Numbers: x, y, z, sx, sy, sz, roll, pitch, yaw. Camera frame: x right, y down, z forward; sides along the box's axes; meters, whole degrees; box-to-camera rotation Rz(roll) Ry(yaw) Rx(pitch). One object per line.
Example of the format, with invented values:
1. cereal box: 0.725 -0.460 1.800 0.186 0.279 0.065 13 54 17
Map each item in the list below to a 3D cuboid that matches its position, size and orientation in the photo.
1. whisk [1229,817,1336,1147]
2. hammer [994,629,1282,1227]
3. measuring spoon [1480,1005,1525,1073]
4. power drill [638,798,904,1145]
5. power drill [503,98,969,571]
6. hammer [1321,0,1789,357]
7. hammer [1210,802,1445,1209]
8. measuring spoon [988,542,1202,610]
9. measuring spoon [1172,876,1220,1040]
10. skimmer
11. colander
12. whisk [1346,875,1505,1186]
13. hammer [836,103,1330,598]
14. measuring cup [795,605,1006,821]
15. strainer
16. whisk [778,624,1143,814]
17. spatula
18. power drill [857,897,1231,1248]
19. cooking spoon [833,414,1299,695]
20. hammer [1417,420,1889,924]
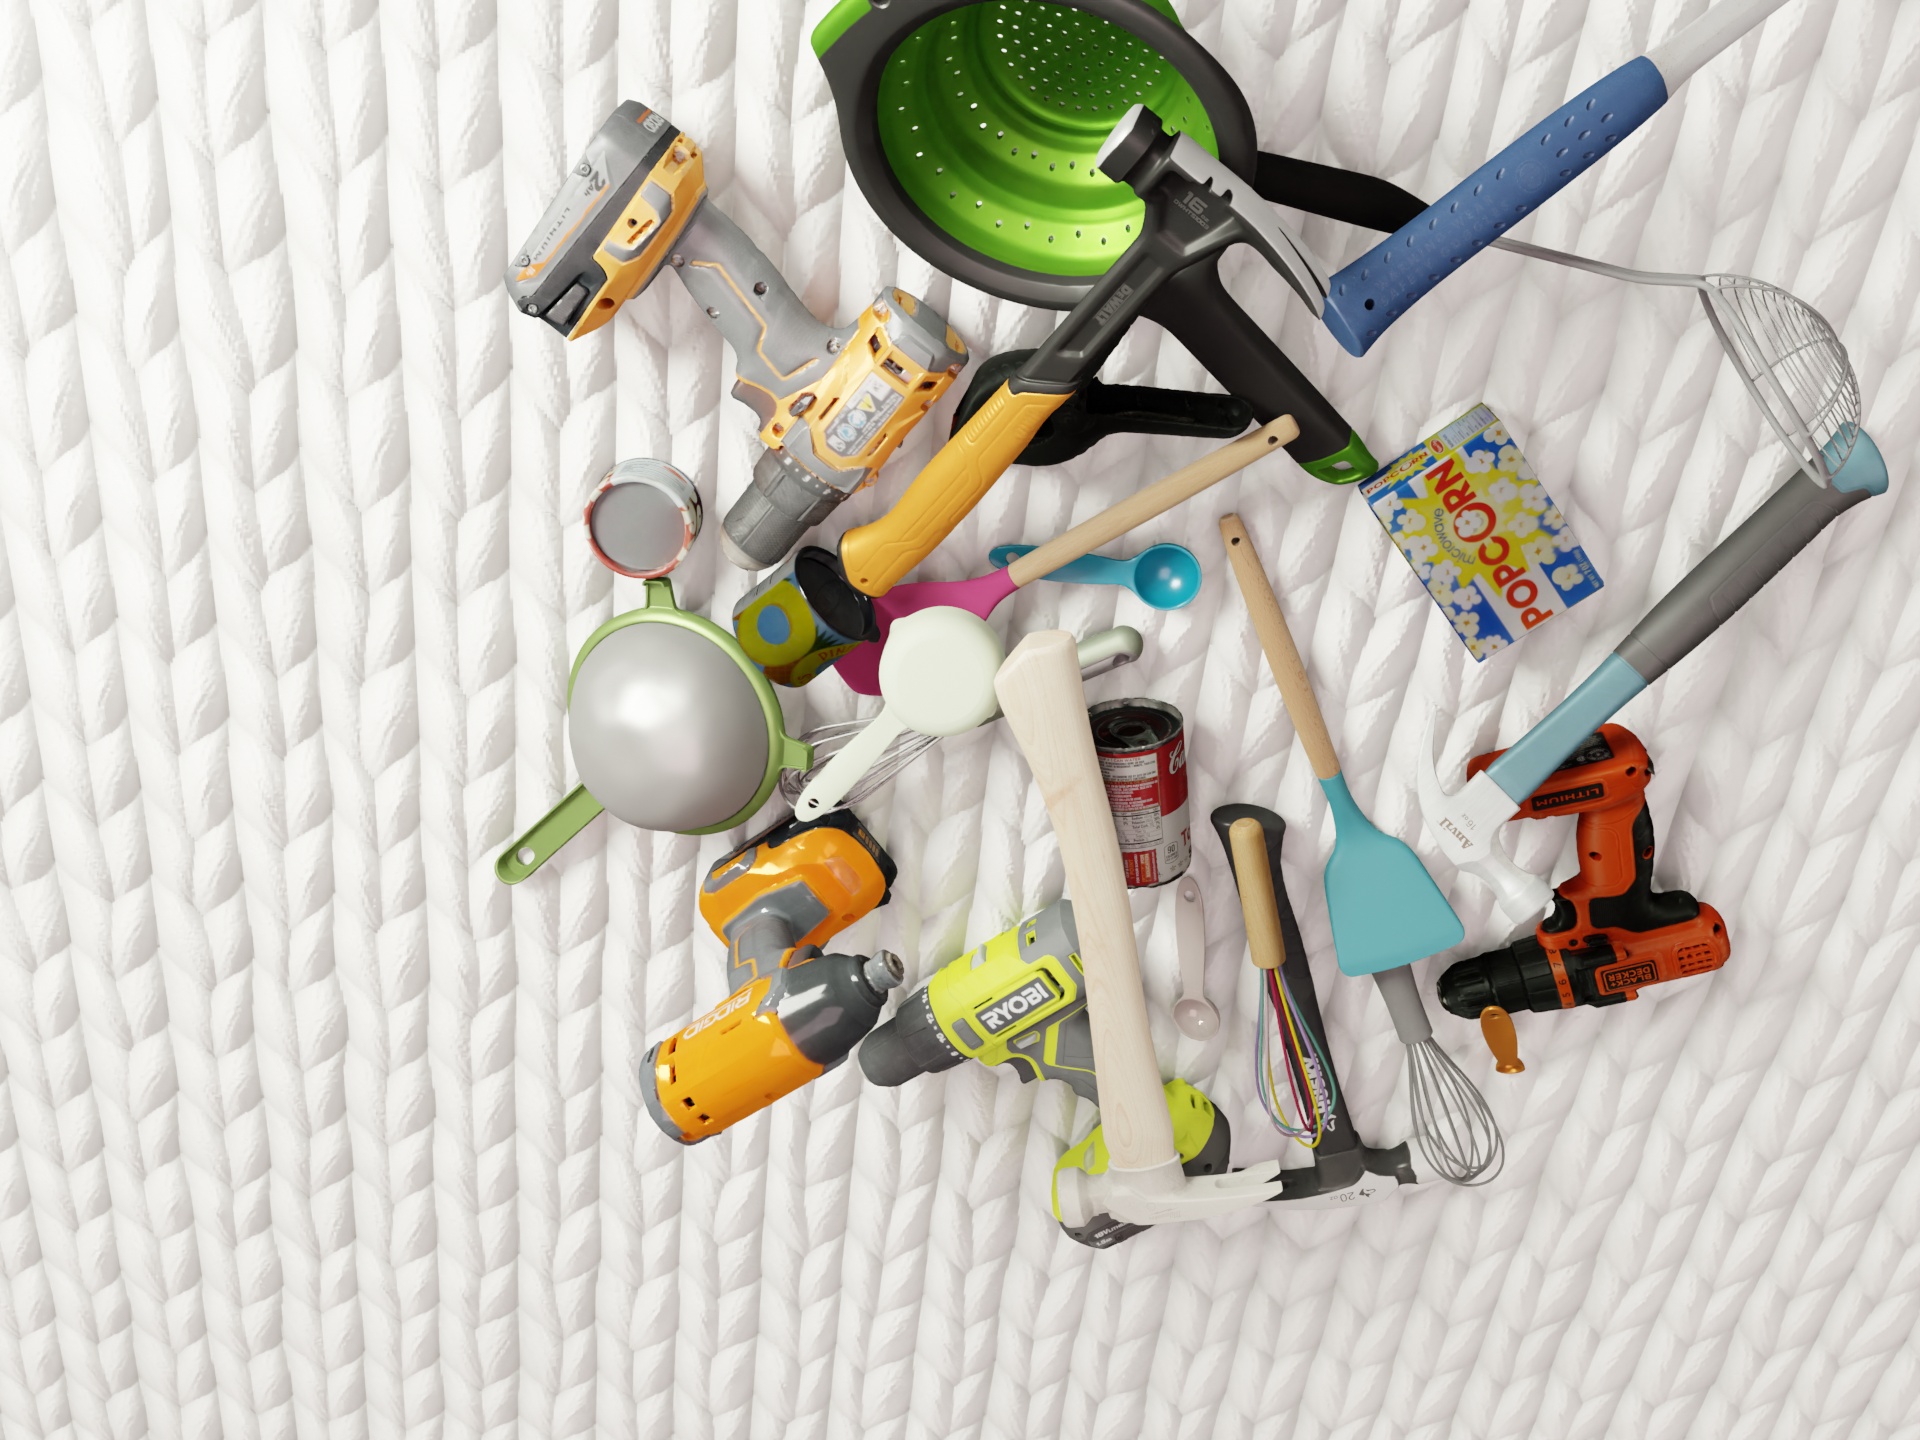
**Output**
1. whisk: 0.206 0.174 1.029 0.051 0.047 0.244 -11 111 7
2. hammer: 0.099 0.138 0.976 0.146 0.038 0.410 -9 112 9
3. measuring spoon: 0.364 0.213 1.069 0.021 0.011 0.116 -8 145 21
4. power drill: -0.098 0.138 0.957 0.164 0.227 0.084 -32 111 16
5. power drill: -0.135 -0.201 0.879 0.226 0.084 0.185 35 114 -19
6. hammer: 0.343 -0.324 0.774 0.405 0.035 0.144 -37 108 4
7. hammer: 0.224 0.201 1.083 0.146 0.035 0.334 -16 114 9
8. measuring spoon: 0.081 -0.094 0.957 0.128 0.021 0.042 8 117 9
9. measuring spoon: 0.160 0.160 1.077 0.034 0.018 0.124 6 113 29
10. skimmer: 0.299 -0.218 0.846 0.363 0.127 0.090 17 117 5
11. colander: 0.105 -0.267 0.830 0.204 0.095 0.396 -14 140 45
12. whisk: 0.308 0.209 1.065 0.055 0.055 0.239 -21 102 12
13. hammer: 0.037 -0.159 0.834 0.127 0.034 0.337 35 136 -14
14. measuring cup: -0.042 0.004 0.947 0.083 0.038 0.167 43 99 -8
15. strainer: -0.224 0.040 0.989 0.256 0.069 0.151 -38 94 26
16. whisk: -0.002 -0.003 0.987 0.246 0.059 0.057 -23 152 8
17. spatula: 0.223 0.016 0.986 0.082 0.044 0.317 -21 112 15
18. power drill: 0.060 0.250 1.092 0.190 0.080 0.228 -34 108 17
19. cooking spoon: 0.053 -0.096 0.931 0.319 0.017 0.068 -27 109 25
20. hammer: 0.401 -0.039 0.925 0.331 0.033 0.128 -46 76 10
